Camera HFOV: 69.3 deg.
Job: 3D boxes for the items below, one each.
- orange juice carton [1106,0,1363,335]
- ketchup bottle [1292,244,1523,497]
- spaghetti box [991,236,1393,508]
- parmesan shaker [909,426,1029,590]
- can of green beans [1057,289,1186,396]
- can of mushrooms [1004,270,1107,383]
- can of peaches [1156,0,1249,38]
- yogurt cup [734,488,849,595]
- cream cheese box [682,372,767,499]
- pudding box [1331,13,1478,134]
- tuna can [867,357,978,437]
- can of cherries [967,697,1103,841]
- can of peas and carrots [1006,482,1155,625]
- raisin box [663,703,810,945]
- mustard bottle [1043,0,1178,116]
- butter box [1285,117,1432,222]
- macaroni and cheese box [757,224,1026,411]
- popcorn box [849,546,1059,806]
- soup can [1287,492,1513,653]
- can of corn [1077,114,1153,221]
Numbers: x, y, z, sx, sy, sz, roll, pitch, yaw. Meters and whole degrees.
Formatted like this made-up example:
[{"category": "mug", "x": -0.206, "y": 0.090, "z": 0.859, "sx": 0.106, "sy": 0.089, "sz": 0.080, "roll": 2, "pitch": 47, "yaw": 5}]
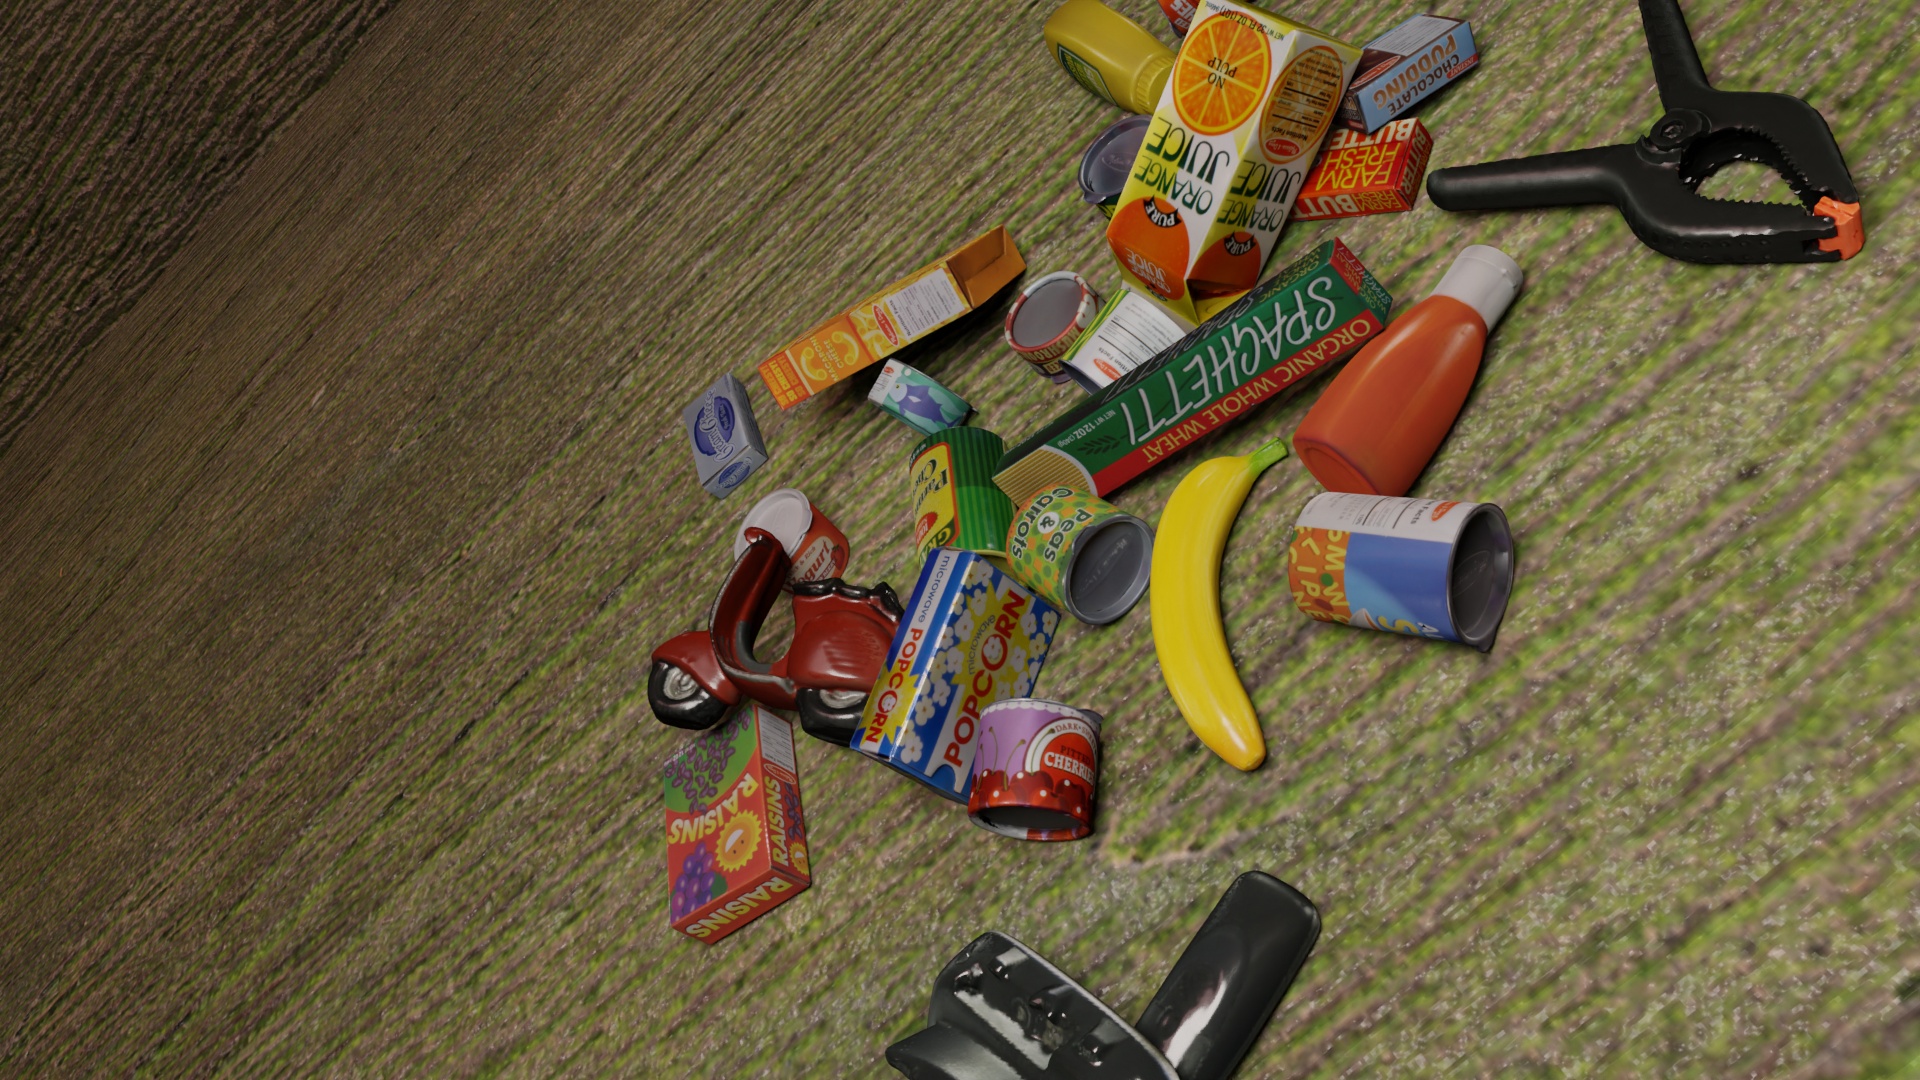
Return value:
[{"category": "orange juice carton", "x": 0.153, "y": -0.216, "z": 0.829, "sx": 0.072, "sy": 0.073, "sz": 0.191, "roll": 42, "pitch": 121, "yaw": 36}, {"category": "ketchup bottle", "x": 0.236, "y": -0.087, "z": 0.716, "sx": 0.149, "sy": 0.064, "sz": 0.043, "roll": -51, "pitch": 21, "yaw": -12}, {"category": "spaghetti box", "x": 0.121, "y": -0.081, "z": 0.779, "sx": 0.249, "sy": 0.050, "sz": 0.029, "roll": -32, "pitch": 22, "yaw": 37}, {"category": "parmesan shaker", "x": 0.003, "y": -0.011, "z": 0.863, "sx": 0.071, "sy": 0.071, "sz": 0.103, "roll": -29, "pitch": 46, "yaw": 24}, {"category": "can of green beans", "x": 0.102, "y": -0.110, "z": 0.842, "sx": 0.058, "sy": 0.071, "sz": 0.071, "roll": -50, "pitch": 42, "yaw": 1}, {"category": "can of mushrooms", "x": 0.064, "y": -0.142, "z": 0.923, "sx": 0.071, "sy": 0.033, "sz": 0.071, "roll": -22, "pitch": 50, "yaw": 28}, {"category": "can of peaches", "x": 0.171, "y": -0.400, "z": 0.984, "sx": 0.058, "sy": 0.071, "sz": 0.071, "roll": -21, "pitch": 51, "yaw": 30}, {"category": "yogurt cup", "x": -0.115, "y": 0.005, "z": 0.962, "sx": 0.072, "sy": 0.054, "sz": 0.073, "roll": -22, "pitch": 49, "yaw": 29}, {"category": "cream cheese box", "x": -0.190, "y": -0.085, "z": 1.112, "sx": 0.053, "sy": 0.024, "sz": 0.104, "roll": -39, "pitch": 43, "yaw": 14}, {"category": "pudding box", "x": 0.258, "y": -0.280, "z": 0.829, "sx": 0.084, "sy": 0.030, "sz": 0.050, "roll": -33, "pitch": 33, "yaw": -4}, {"category": "tuna can", "x": -0.026, "y": -0.092, "z": 0.945, "sx": 0.071, "sy": 0.071, "sz": 0.033, "roll": 31, "pitch": 90, "yaw": 48}, {"category": "can of cherries", "x": 0.041, "y": 0.122, "z": 0.734, "sx": 0.071, "sy": 0.071, "sz": 0.058, "roll": -13, "pitch": 55, "yaw": 35}, {"category": "can of peas and carrots", "x": 0.067, "y": 0.005, "z": 0.790, "sx": 0.071, "sy": 0.071, "sz": 0.059, "roll": -54, "pitch": 41, "yaw": -3}, {"category": "raisin box", "x": -0.144, "y": 0.178, "z": 0.879, "sx": 0.086, "sy": 0.040, "sz": 0.124, "roll": -33, "pitch": 44, "yaw": 19}, {"category": "mustard bottle", "x": 0.120, "y": -0.336, "z": 0.987, "sx": 0.049, "sy": 0.065, "sz": 0.161, "roll": -44, "pitch": 46, "yaw": 3}, {"category": "butter box", "x": 0.228, "y": -0.222, "z": 0.841, "sx": 0.103, "sy": 0.024, "sz": 0.053, "roll": 6, "pitch": 66, "yaw": 43}, {"category": "macaroni and cheese box", "x": -0.047, "y": -0.159, "z": 0.981, "sx": 0.166, "sy": 0.040, "sz": 0.124, "roll": -24, "pitch": 13, "yaw": 28}, {"category": "popcorn box", "x": -0.001, "y": 0.078, "z": 0.788, "sx": 0.038, "sy": 0.085, "sz": 0.127, "roll": 5, "pitch": 67, "yaw": 45}, {"category": "soup can", "x": 0.210, "y": 0.014, "z": 0.664, "sx": 0.084, "sy": 0.071, "sz": 0.071, "roll": 7, "pitch": 67, "yaw": 45}, {"category": "can of corn", "x": 0.119, "y": -0.235, "z": 0.919, "sx": 0.071, "sy": 0.058, "sz": 0.071, "roll": -22, "pitch": 50, "yaw": 29}]
